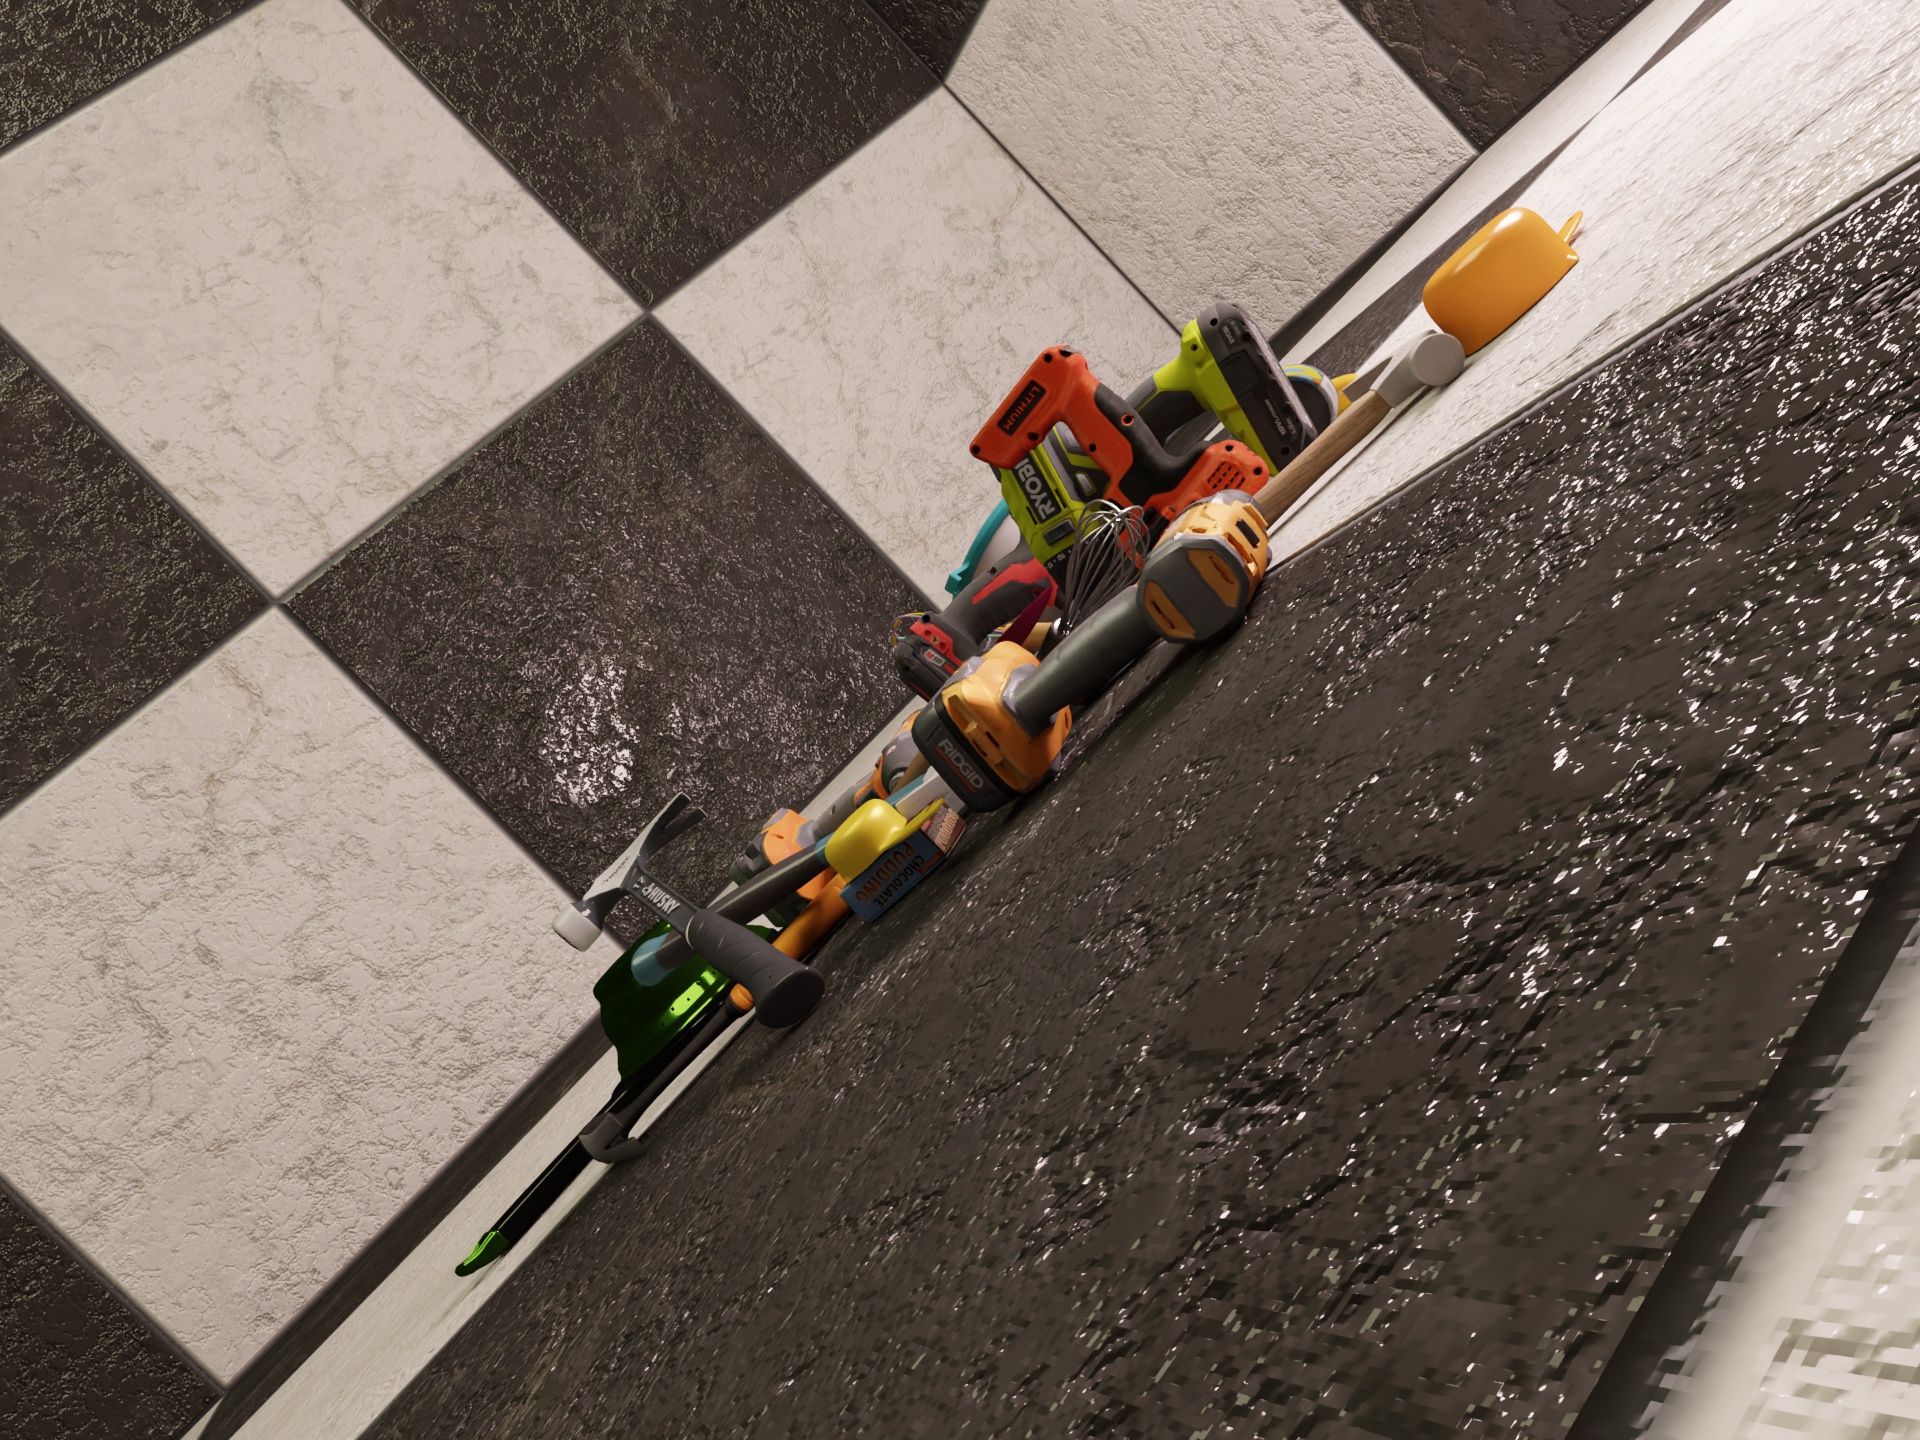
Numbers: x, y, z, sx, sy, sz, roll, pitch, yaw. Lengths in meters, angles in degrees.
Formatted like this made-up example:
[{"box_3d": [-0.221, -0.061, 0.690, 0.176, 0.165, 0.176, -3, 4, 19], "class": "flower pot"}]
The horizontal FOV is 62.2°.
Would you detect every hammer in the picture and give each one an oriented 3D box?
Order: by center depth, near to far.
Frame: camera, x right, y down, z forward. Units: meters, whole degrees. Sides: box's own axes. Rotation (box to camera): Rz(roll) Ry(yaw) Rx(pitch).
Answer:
[{"box_3d": [0.191, -0.131, 1.053, 0.331, 0.031, 0.130, -44, 4, 14], "class": "hammer"}, {"box_3d": [-0.185, 0.140, 1.123, 0.149, 0.036, 0.409, -50, 24, -14], "class": "hammer"}, {"box_3d": [-0.140, 0.182, 1.146, 0.337, 0.034, 0.127, -46, 3, -26], "class": "hammer"}, {"box_3d": [-0.110, 0.104, 1.167, 0.331, 0.033, 0.128, -33, 12, 18], "class": "hammer"}]

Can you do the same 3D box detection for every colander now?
[{"box_3d": [-0.283, 0.266, 1.284, 0.397, 0.094, 0.204, -47, 5, -38], "class": "colander"}]

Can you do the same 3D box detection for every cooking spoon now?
[{"box_3d": [-0.002, -0.004, 1.198, 0.069, 0.017, 0.318, -44, -6, -37], "class": "cooking spoon"}]

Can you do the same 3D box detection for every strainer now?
[{"box_3d": [0.135, -0.187, 1.507, 0.340, 0.095, 0.210, -49, -23, -7], "class": "strainer"}]

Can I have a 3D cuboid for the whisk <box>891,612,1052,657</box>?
[{"box_3d": [0.029, -0.071, 1.400, 0.245, 0.047, 0.051, 2, -6, 43], "class": "whisk"}]

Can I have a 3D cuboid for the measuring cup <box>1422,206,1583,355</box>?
[{"box_3d": [0.353, -0.301, 1.013, 0.174, 0.052, 0.095, -50, 6, -37], "class": "measuring cup"}]

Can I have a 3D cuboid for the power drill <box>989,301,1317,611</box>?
[{"box_3d": [0.146, -0.187, 1.196, 0.228, 0.190, 0.080, -30, -5, 21], "class": "power drill"}]

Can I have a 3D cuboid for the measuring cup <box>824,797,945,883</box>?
[{"box_3d": [-0.047, 0.063, 1.007, 0.062, 0.029, 0.156, -48, 5, -26], "class": "measuring cup"}]

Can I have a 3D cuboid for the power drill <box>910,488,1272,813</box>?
[{"box_3d": [0.091, -0.055, 0.960, 0.226, 0.084, 0.185, -38, 6, 26], "class": "power drill"}]

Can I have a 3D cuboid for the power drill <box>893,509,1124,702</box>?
[{"box_3d": [0.059, -0.090, 1.282, 0.220, 0.143, 0.078, -51, -5, -7], "class": "power drill"}]

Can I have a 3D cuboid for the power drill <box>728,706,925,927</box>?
[{"box_3d": [-0.098, 0.085, 1.426, 0.226, 0.084, 0.164, -39, 6, 16], "class": "power drill"}]

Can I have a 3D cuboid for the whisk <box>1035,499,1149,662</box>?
[{"box_3d": [0.077, -0.067, 1.121, 0.059, 0.058, 0.246, -33, -20, -32], "class": "whisk"}]

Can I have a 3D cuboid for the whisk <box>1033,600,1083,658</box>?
[{"box_3d": [0.091, -0.075, 1.403, 0.239, 0.055, 0.055, -49, 5, -17], "class": "whisk"}]
